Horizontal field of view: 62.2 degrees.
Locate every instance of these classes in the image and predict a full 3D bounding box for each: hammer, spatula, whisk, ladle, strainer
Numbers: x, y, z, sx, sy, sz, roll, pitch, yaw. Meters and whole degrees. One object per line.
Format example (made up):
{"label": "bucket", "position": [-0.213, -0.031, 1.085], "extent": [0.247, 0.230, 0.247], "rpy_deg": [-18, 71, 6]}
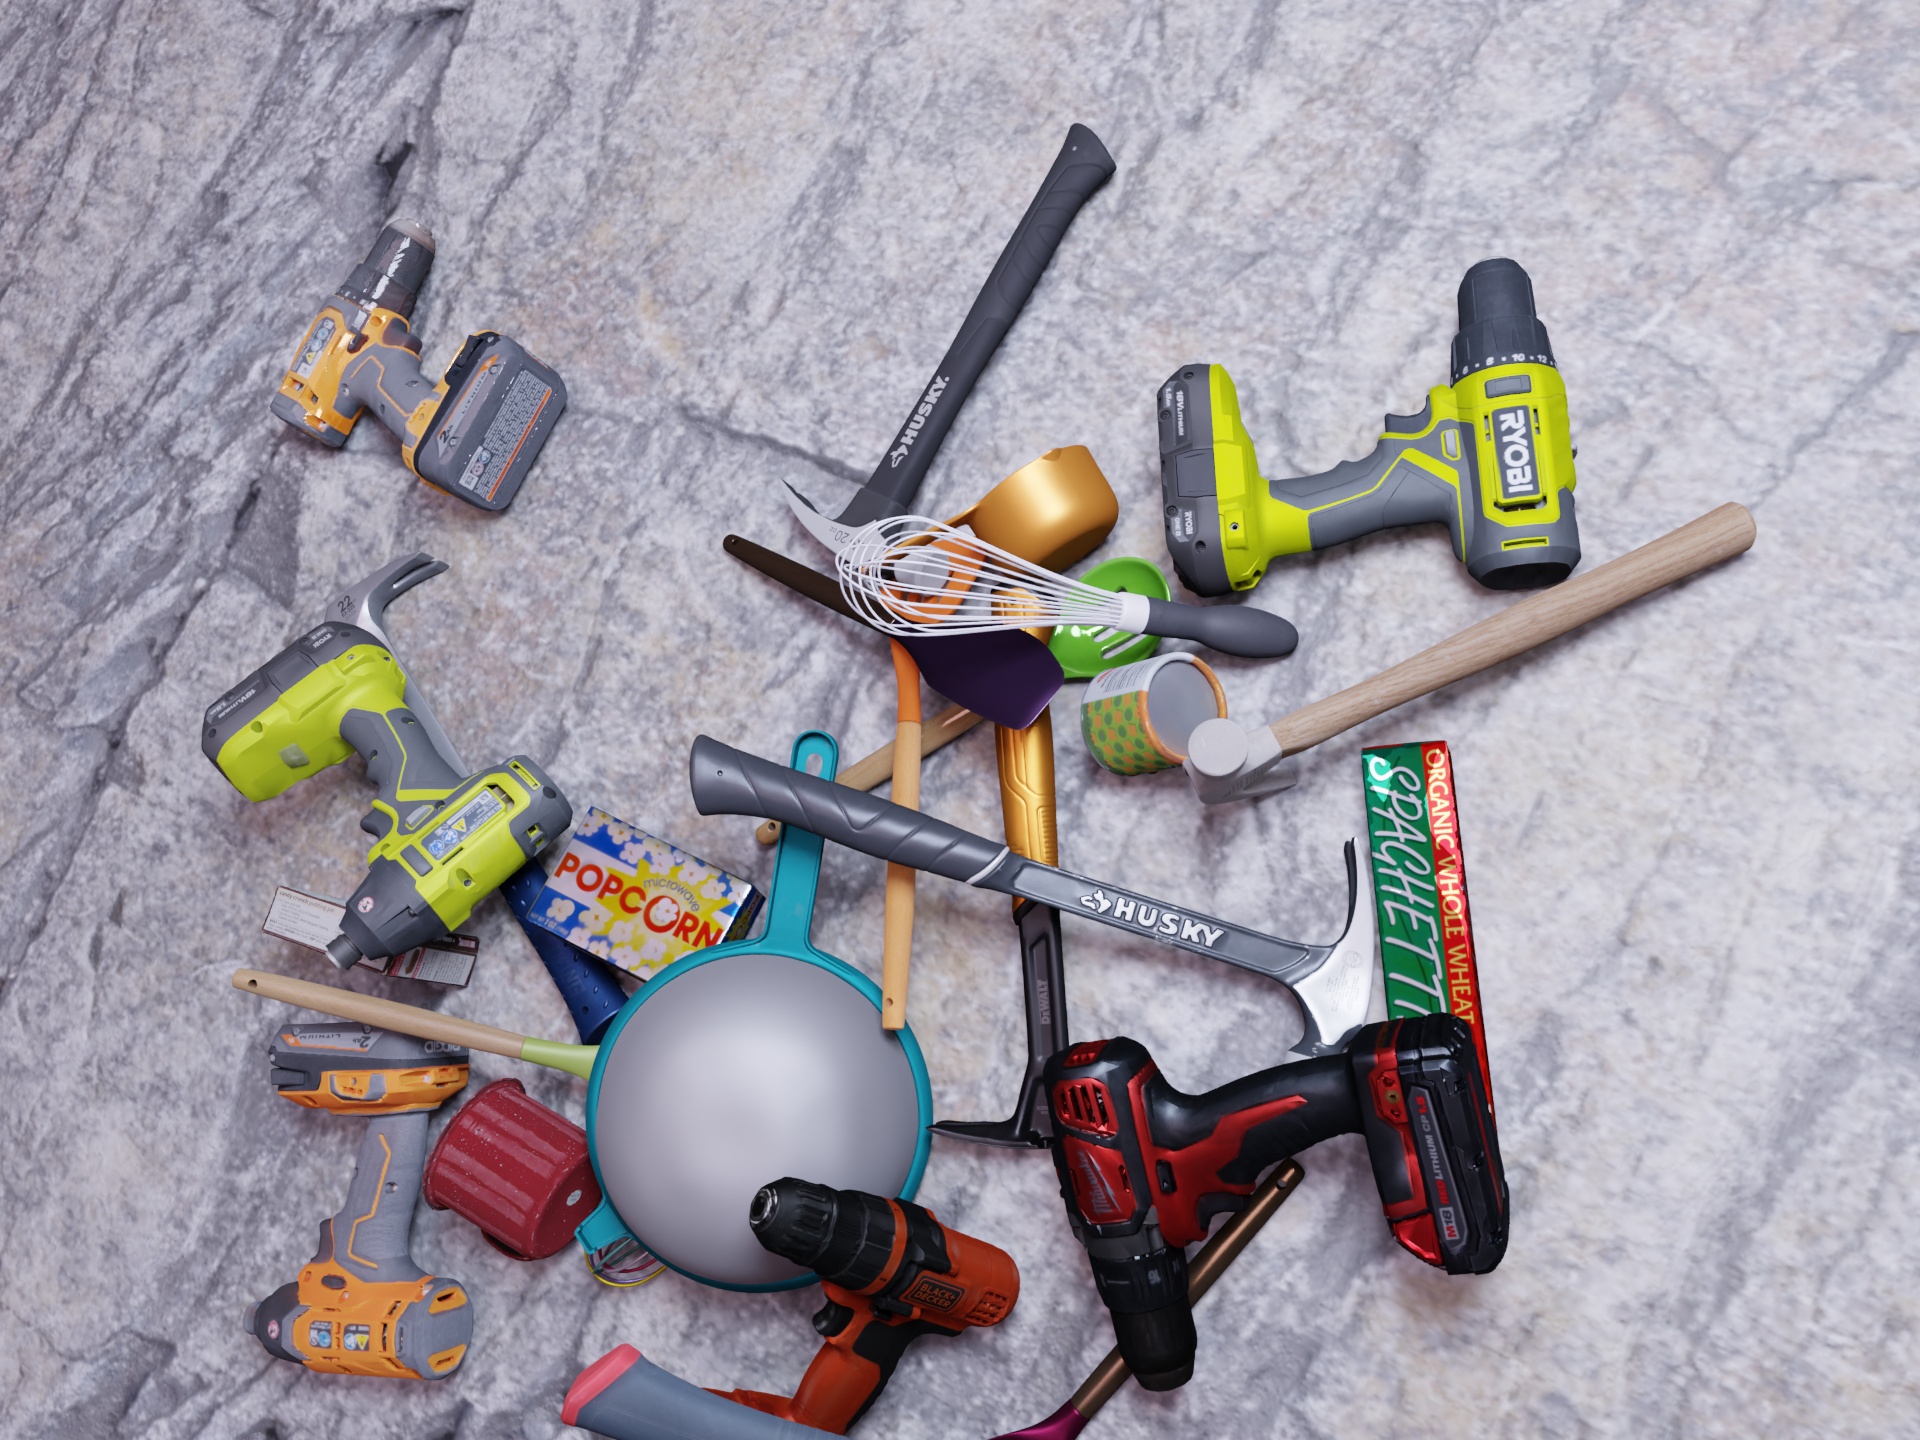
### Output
{"label": "hammer", "position": [-0.341, 0.051, 1.116], "extent": [0.144, 0.035, 0.406], "rpy_deg": [-42, 67, 7]}
{"label": "hammer", "position": [0.037, 0.084, 0.904], "extent": [0.409, 0.036, 0.149], "rpy_deg": [18, 80, 5]}
{"label": "spatula", "position": [-0.054, -0.068, 0.998], "extent": [0.316, 0.018, 0.060], "rpy_deg": [28, 72, 41]}
{"label": "whisk", "position": [0.067, -0.065, 0.905], "extent": [0.284, 0.070, 0.070], "rpy_deg": [8, 78, -17]}
{"label": "whisk", "position": [-0.138, 0.269, 0.986], "extent": [0.245, 0.051, 0.047], "rpy_deg": [-40, 62, 5]}
{"label": "hammer", "position": [0.036, 0.083, 0.949], "extent": [0.127, 0.034, 0.337], "rpy_deg": [-5, 82, 18]}
{"label": "hammer", "position": [0.004, -0.247, 1.047], "extent": [0.146, 0.035, 0.335], "rpy_deg": [26, 84, 37]}
{"label": "ladle", "position": [-0.302, 0.201, 0.996], "extent": [0.320, 0.062, 0.078], "rpy_deg": [14, 87, -1]}
{"label": "hammer", "position": [-0.022, 0.419, 0.824], "extent": [0.386, 0.038, 0.143], "rpy_deg": [17, 84, -2]}
{"label": "strainer", "position": [-0.113, 0.173, 0.922], "extent": [0.211, 0.095, 0.340], "rpy_deg": [9, 89, 2]}
{"label": "spatula", "position": [-0.028, 0.028, 0.979], "extent": [0.081, 0.041, 0.323], "rpy_deg": [-7, 69, 27]}
{"label": "hammer", "position": [0.276, -0.035, 0.873], "extent": [0.331, 0.130, 0.031], "rpy_deg": [-25, 74, 2]}

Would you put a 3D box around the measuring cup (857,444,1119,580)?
{"label": "measuring cup", "position": [0.021, -0.105, 0.961], "extent": [0.173, 0.095, 0.052], "rpy_deg": [-29, 80, -25]}

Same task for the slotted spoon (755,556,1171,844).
{"label": "slotted spoon", "position": [-0.002, -0.003, 1.006], "extent": [0.314, 0.031, 0.070], "rpy_deg": [-31, 68, 13]}

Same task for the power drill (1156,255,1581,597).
{"label": "power drill", "position": [0.235, -0.165, 0.928], "extent": [0.228, 0.080, 0.191], "rpy_deg": [-6, 77, 16]}

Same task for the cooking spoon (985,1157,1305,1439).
{"label": "cooking spoon", "position": [0.084, 0.367, 0.891], "extent": [0.069, 0.017, 0.319], "rpy_deg": [42, 95, 19]}

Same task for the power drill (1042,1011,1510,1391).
{"label": "power drill", "position": [0.162, 0.249, 0.825], "extent": [0.227, 0.080, 0.188], "rpy_deg": [-13, 91, 22]}

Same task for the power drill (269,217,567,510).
{"label": "power drill", "position": [-0.401, -0.272, 1.194], "extent": [0.226, 0.084, 0.185], "rpy_deg": [27, 86, 28]}

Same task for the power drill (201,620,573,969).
{"label": "power drill", "position": [-0.390, 0.048, 1.050], "extent": [0.223, 0.080, 0.171], "rpy_deg": [38, 67, 24]}

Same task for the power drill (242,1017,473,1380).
{"label": "power drill", "position": [-0.405, 0.315, 1.056], "extent": [0.164, 0.084, 0.226], "rpy_deg": [-6, 79, 20]}
